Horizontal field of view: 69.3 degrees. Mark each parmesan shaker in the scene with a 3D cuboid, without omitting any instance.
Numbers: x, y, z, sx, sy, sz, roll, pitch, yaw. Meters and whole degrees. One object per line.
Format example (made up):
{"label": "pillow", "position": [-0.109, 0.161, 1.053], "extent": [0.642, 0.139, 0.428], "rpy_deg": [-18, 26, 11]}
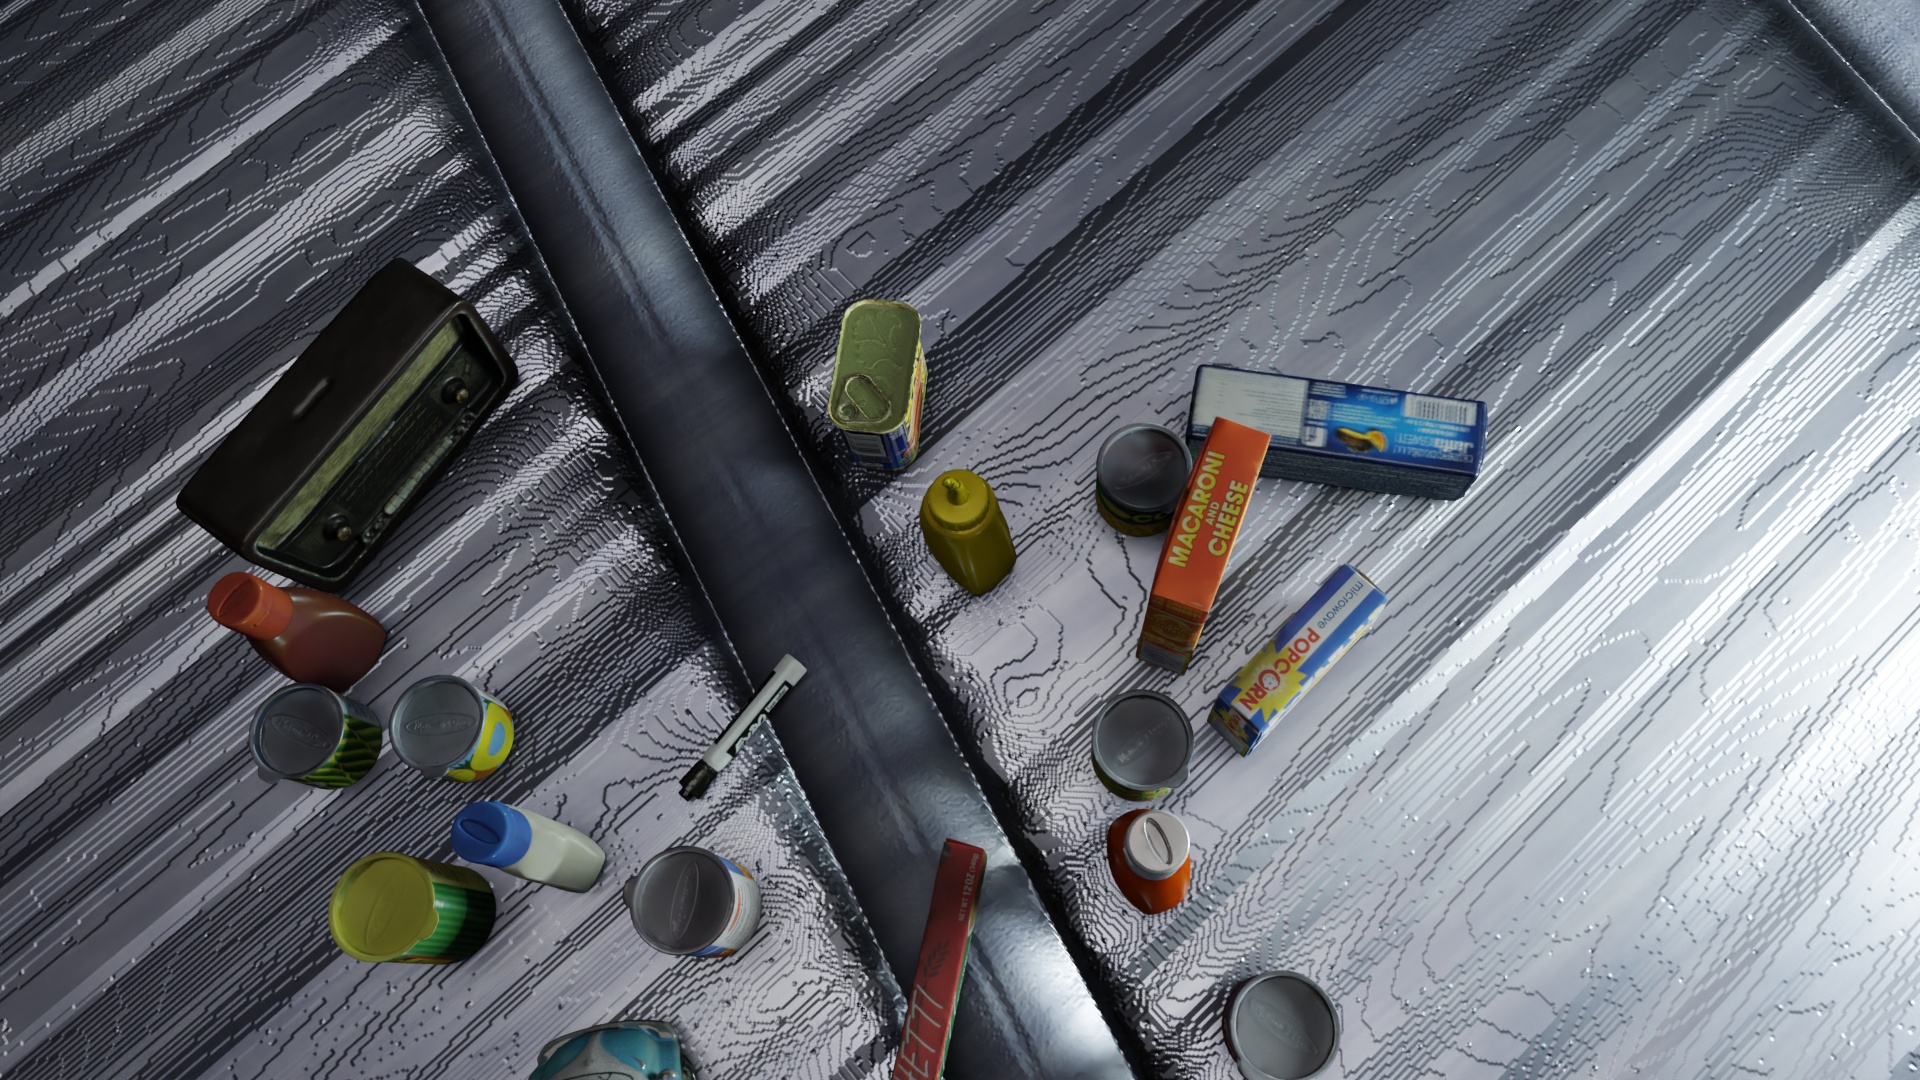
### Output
{"label": "parmesan shaker", "position": [-0.349, 0.241, 0.897], "extent": [0.071, 0.102, 0.071], "rpy_deg": [-1, 71, 4]}

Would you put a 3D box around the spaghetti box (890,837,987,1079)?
{"label": "spaghetti box", "position": [-0.023, 0.316, 0.875], "extent": [0.029, 0.050, 0.251], "rpy_deg": [11, 72, 8]}

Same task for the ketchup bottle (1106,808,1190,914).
{"label": "ketchup bottle", "position": [0.116, 0.194, 0.855], "extent": [0.043, 0.148, 0.065], "rpy_deg": [-24, 71, -4]}

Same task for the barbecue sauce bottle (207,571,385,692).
{"label": "barbecue sauce bottle", "position": [-0.451, 0.060, 0.943], "extent": [0.044, 0.148, 0.065], "rpy_deg": [35, 77, 14]}

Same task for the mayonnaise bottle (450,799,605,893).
{"label": "mayonnaise bottle", "position": [-0.278, 0.194, 0.884], "extent": [0.065, 0.147, 0.041], "rpy_deg": [23, 75, 11]}

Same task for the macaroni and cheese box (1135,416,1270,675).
{"label": "macaroni and cheese box", "position": [0.155, 0.009, 0.907], "extent": [0.040, 0.166, 0.124], "rpy_deg": [20, 74, 10]}

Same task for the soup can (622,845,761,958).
{"label": "soup can", "position": [-0.171, 0.234, 0.896], "extent": [0.071, 0.083, 0.071], "rpy_deg": [-1, 71, 4]}

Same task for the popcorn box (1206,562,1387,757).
{"label": "popcorn box", "position": [0.222, 0.080, 0.920], "extent": [0.127, 0.085, 0.038], "rpy_deg": [-44, 74, -10]}

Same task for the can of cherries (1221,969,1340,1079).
{"label": "can of cherries", "position": [0.195, 0.303, 0.859], "extent": [0.071, 0.058, 0.071], "rpy_deg": [-1, 71, 4]}

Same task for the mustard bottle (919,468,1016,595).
{"label": "mustard bottle", "position": [0.003, -0.012, 0.928], "extent": [0.049, 0.159, 0.065], "rpy_deg": [-41, 73, -9]}

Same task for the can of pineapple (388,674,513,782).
{"label": "can of pineapple", "position": [-0.351, 0.132, 0.958], "extent": [0.071, 0.057, 0.071], "rpy_deg": [-1, 71, 4]}

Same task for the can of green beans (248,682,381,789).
{"label": "can of green beans", "position": [-0.446, 0.137, 0.964], "extent": [0.071, 0.057, 0.071], "rpy_deg": [-1, 71, 4]}

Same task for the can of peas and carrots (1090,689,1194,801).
{"label": "can of peas and carrots", "position": [0.121, 0.139, 0.921], "extent": [0.071, 0.058, 0.071], "rpy_deg": [-1, 71, 4]}

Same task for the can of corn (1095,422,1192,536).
{"label": "can of corn", "position": [0.130, -0.040, 0.982], "extent": [0.071, 0.058, 0.071], "rpy_deg": [-1, 71, 4]}
